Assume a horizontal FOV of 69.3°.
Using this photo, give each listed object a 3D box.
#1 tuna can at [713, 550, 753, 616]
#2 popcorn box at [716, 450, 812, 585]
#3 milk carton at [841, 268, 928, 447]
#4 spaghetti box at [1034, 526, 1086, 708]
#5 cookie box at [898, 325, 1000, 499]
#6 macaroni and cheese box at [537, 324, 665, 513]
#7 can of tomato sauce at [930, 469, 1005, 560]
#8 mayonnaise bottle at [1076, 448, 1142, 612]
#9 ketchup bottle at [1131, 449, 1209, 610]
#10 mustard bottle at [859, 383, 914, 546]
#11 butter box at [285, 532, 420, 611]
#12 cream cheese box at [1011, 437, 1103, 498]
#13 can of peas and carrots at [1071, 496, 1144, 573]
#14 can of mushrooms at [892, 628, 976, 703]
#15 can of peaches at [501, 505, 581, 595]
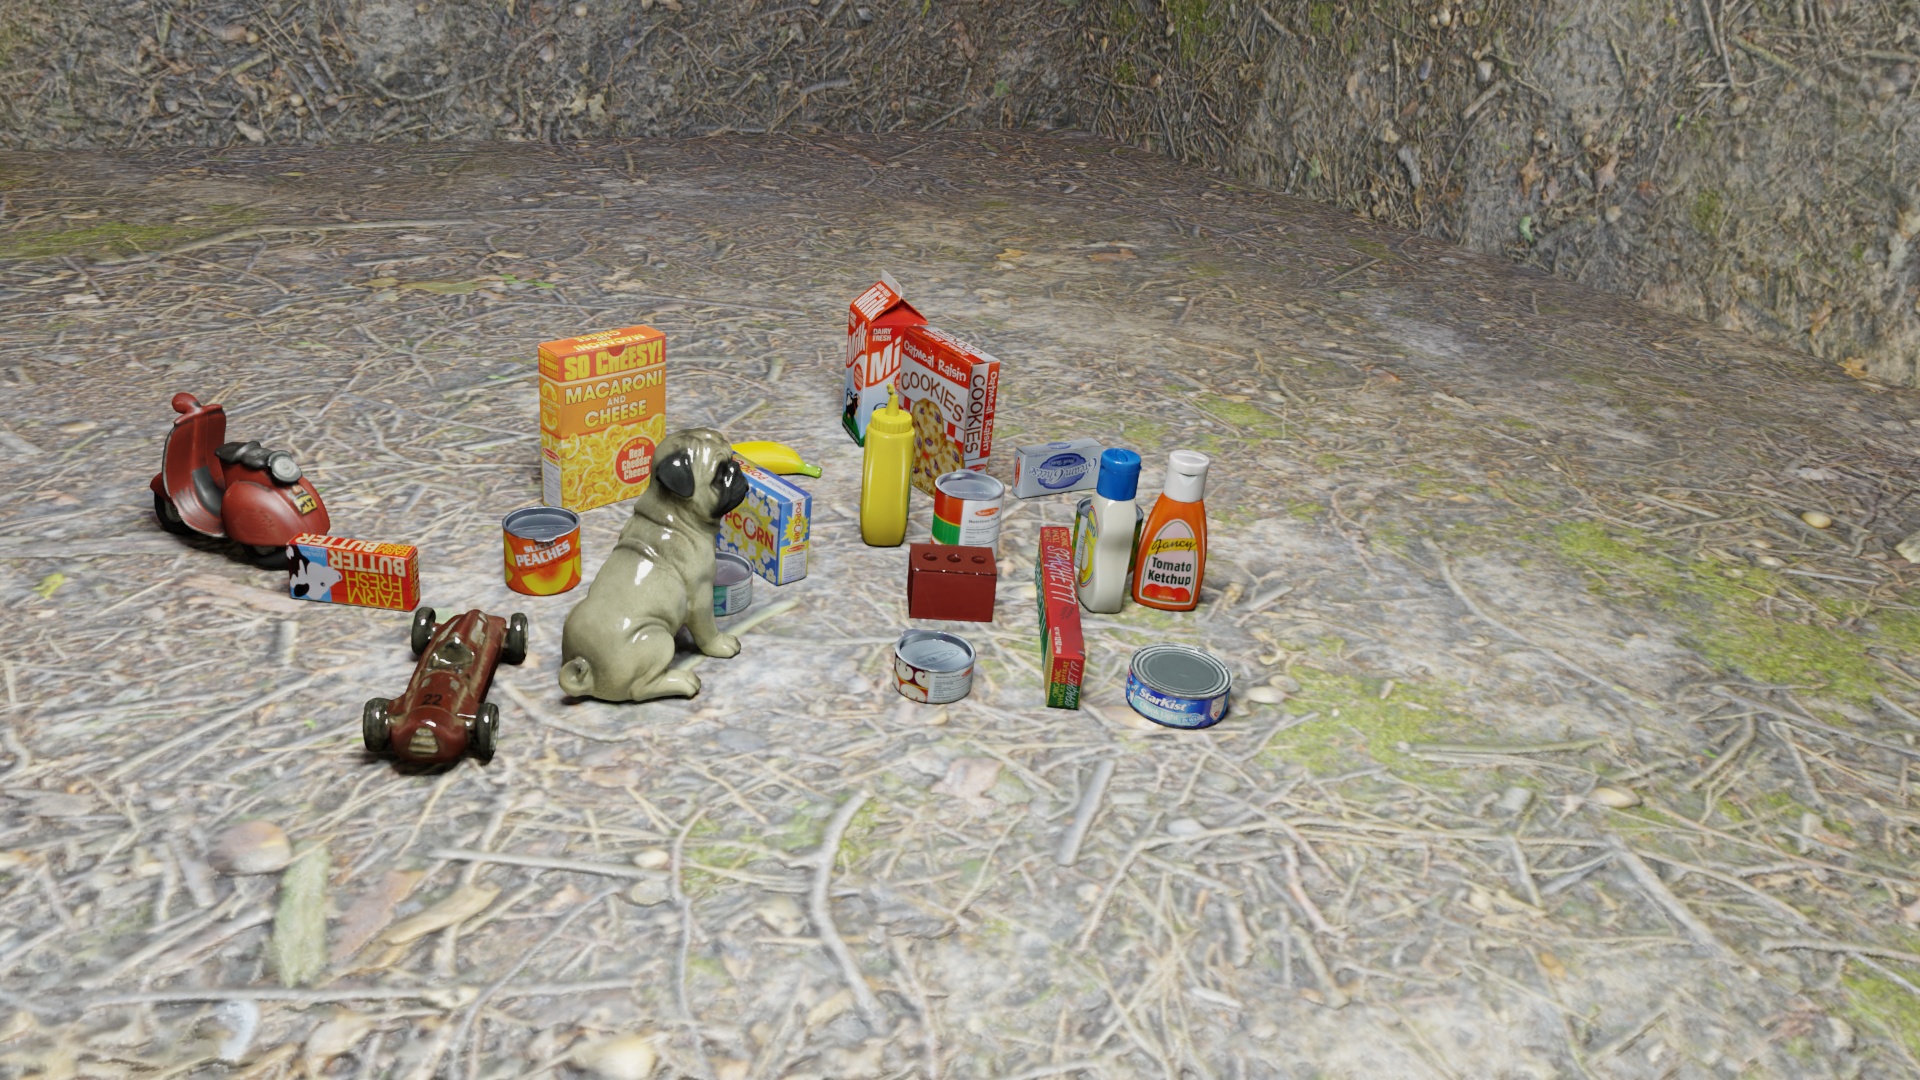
[{"bbox_3d":[-0.219,0.037,1.225,0.071,0.032,0.071,5,26,-2],"label":"tuna can"},{"bbox_3d":[-0.192,-0.023,1.294,0.038,0.084,0.127,-18,35,-41],"label":"popcorn box"},{"bbox_3d":[-0.085,-0.207,1.578,0.073,0.189,0.072,-5,27,-22],"label":"milk carton"},{"bbox_3d":[0.086,0.061,1.225,0.029,0.050,0.251,5,26,-2],"label":"spaghetti box"},{"bbox_3d":[-0.018,-0.129,1.458,0.040,0.166,0.123,-13,31,-35],"label":"cookie box"},{"bbox_3d":[-0.349,-0.119,1.364,0.040,0.165,0.124,26,32,35],"label":"macaroni and cheese box"},{"bbox_3d":[0.005,-0.017,1.329,0.071,0.082,0.071,5,26,-2],"label":"can of tomato sauce"},{"bbox_3d":[0.136,-0.010,1.271,0.041,0.147,0.065,1,26,-10],"label":"mayonnaise bottle"},{"bbox_3d":[0.199,-0.009,1.282,0.065,0.148,0.044,8,25,5],"label":"ketchup bottle"},{"bbox_3d":[-0.070,-0.075,1.344,0.049,0.159,0.065,3,26,-6],"label":"mustard bottle"},{"bbox_3d":[-0.505,0.027,1.159,0.103,0.053,0.024,6,25,0],"label":"butter box"},{"bbox_3d":[0.105,-0.079,1.514,0.104,0.053,0.024,-9,29,-29],"label":"cream cheese box"},{"bbox_3d":[0.144,-0.006,1.365,0.071,0.058,0.071,5,26,-2],"label":"can of peas and carrots"},{"bbox_3d":[-0.023,0.102,1.135,0.071,0.033,0.071,5,26,-2],"label":"can of mushrooms"},{"bbox_3d":[-0.367,0.010,1.219,0.071,0.057,0.071,5,26,-2],"label":"can of peaches"}]
